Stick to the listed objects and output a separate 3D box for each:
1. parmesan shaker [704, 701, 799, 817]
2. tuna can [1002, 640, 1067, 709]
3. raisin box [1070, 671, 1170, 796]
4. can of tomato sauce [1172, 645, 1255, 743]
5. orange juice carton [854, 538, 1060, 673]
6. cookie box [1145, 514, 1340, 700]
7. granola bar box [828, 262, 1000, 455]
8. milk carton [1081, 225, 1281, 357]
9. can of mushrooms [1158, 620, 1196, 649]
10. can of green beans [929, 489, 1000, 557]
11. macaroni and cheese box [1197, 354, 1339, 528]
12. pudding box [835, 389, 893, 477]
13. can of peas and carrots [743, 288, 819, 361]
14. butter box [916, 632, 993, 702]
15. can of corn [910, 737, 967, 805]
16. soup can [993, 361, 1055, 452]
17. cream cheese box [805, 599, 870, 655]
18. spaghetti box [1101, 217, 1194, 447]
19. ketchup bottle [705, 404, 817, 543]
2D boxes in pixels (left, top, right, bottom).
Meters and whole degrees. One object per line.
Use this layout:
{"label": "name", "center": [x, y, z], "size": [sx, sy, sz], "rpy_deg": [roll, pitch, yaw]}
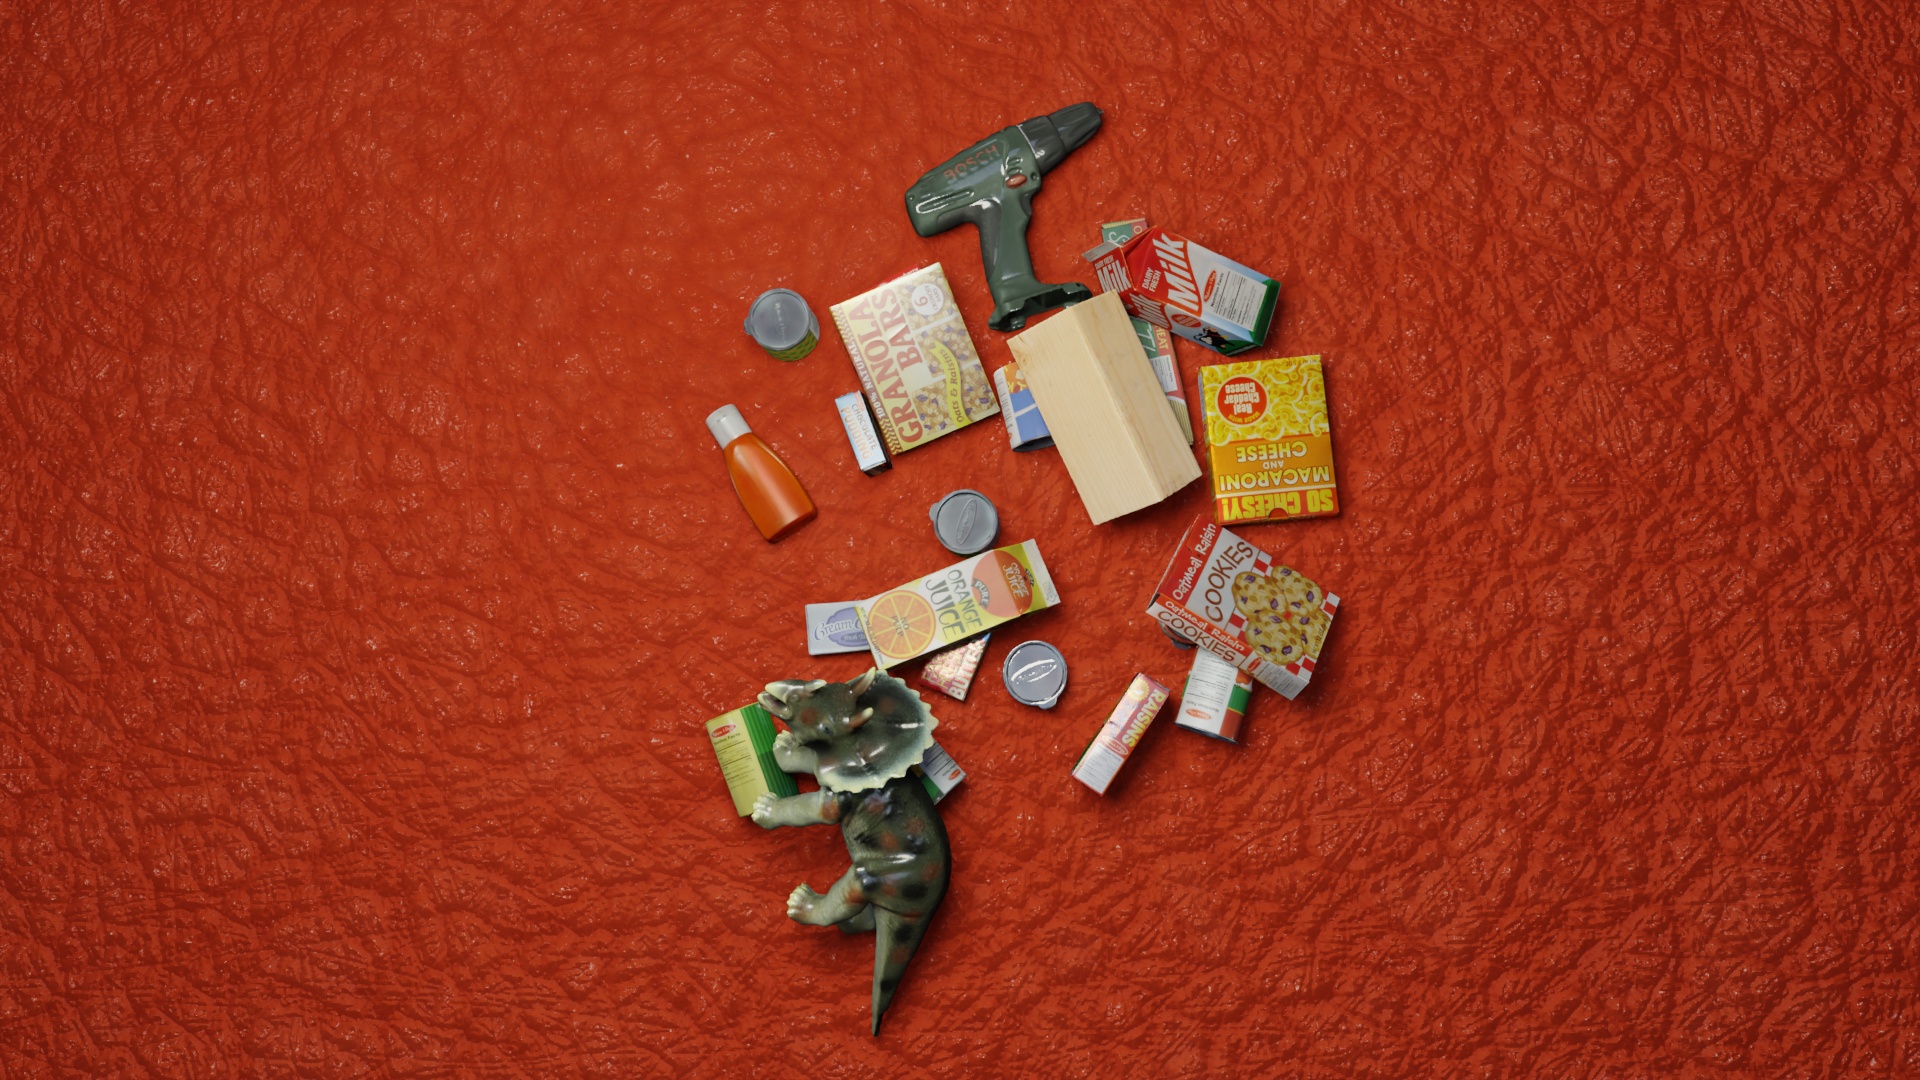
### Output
{"label": "parmesan shaker", "center": [-0.214, 0.224, 1.418], "size": [0.071, 0.071, 0.103], "rpy_deg": [-22, 84, 1]}
{"label": "tuna can", "center": [0.078, 0.138, 1.422], "size": [0.071, 0.033, 0.071], "rpy_deg": [0, 84, 4]}
{"label": "raisin box", "center": [0.160, 0.192, 1.384], "size": [0.040, 0.086, 0.123], "rpy_deg": [33, 87, 8]}
{"label": "can of tomato sauce", "center": [0.257, 0.154, 1.391], "size": [0.071, 0.071, 0.083], "rpy_deg": [17, 82, 6]}
{"label": "orange juice carton", "center": [-0.002, 0.065, 1.391], "size": [0.193, 0.073, 0.072], "rpy_deg": [-22, 82, 1]}
{"label": "cookie box", "center": [0.281, 0.063, 1.376], "size": [0.167, 0.040, 0.123], "rpy_deg": [31, 50, 3]}
{"label": "granola bar box", "center": [-0.047, -0.189, 1.441], "size": [0.124, 0.039, 0.165], "rpy_deg": [-23, 101, 1]}
{"label": "milk carton", "center": [0.218, -0.258, 1.406], "size": [0.190, 0.072, 0.073], "rpy_deg": [21, 82, -16]}
{"label": "can of mushrooms", "center": [0.235, 0.076, 1.419], "size": [0.071, 0.033, 0.071], "rpy_deg": [0, 84, 3]}
{"label": "can of green beans", "center": [0.007, -0.017, 1.432], "size": [0.071, 0.058, 0.071], "rpy_deg": [0, 84, 4]}
{"label": "macaroni and cheese box", "center": [0.316, -0.101, 1.430], "size": [0.124, 0.040, 0.166], "rpy_deg": [-6, 83, 4]}
{"label": "pudding box", "center": [-0.101, -0.111, 1.454], "size": [0.030, 0.049, 0.084], "rpy_deg": [-21, 82, 4]}
{"label": "can of peas and carrots", "center": [-0.188, -0.226, 1.469], "size": [0.071, 0.058, 0.071], "rpy_deg": [0, 84, 5]}
{"label": "butter box", "center": [-0.001, 0.110, 1.435], "size": [0.053, 0.024, 0.103], "rpy_deg": [23, 86, 7]}
{"label": "can of corn", "center": [-0.038, 0.240, 1.404], "size": [0.071, 0.071, 0.058], "rpy_deg": [-43, 82, -1]}
{"label": "soup can", "center": [0.078, -0.141, 1.438], "size": [0.071, 0.071, 0.084], "rpy_deg": [-14, 83, 2]}
{"label": "cream cheese box", "center": [-0.107, 0.089, 1.445], "size": [0.104, 0.024, 0.053], "rpy_deg": [-5, 83, 3]}
{"label": "spaghetti box", "center": [0.195, -0.214, 1.456], "size": [0.050, 0.028, 0.250], "rpy_deg": [-11, 83, 3]}
{"label": "ketchup bottle", "center": [-0.214, -0.074, 1.461], "size": [0.065, 0.043, 0.149], "rpy_deg": [-33, 82, -1]}
